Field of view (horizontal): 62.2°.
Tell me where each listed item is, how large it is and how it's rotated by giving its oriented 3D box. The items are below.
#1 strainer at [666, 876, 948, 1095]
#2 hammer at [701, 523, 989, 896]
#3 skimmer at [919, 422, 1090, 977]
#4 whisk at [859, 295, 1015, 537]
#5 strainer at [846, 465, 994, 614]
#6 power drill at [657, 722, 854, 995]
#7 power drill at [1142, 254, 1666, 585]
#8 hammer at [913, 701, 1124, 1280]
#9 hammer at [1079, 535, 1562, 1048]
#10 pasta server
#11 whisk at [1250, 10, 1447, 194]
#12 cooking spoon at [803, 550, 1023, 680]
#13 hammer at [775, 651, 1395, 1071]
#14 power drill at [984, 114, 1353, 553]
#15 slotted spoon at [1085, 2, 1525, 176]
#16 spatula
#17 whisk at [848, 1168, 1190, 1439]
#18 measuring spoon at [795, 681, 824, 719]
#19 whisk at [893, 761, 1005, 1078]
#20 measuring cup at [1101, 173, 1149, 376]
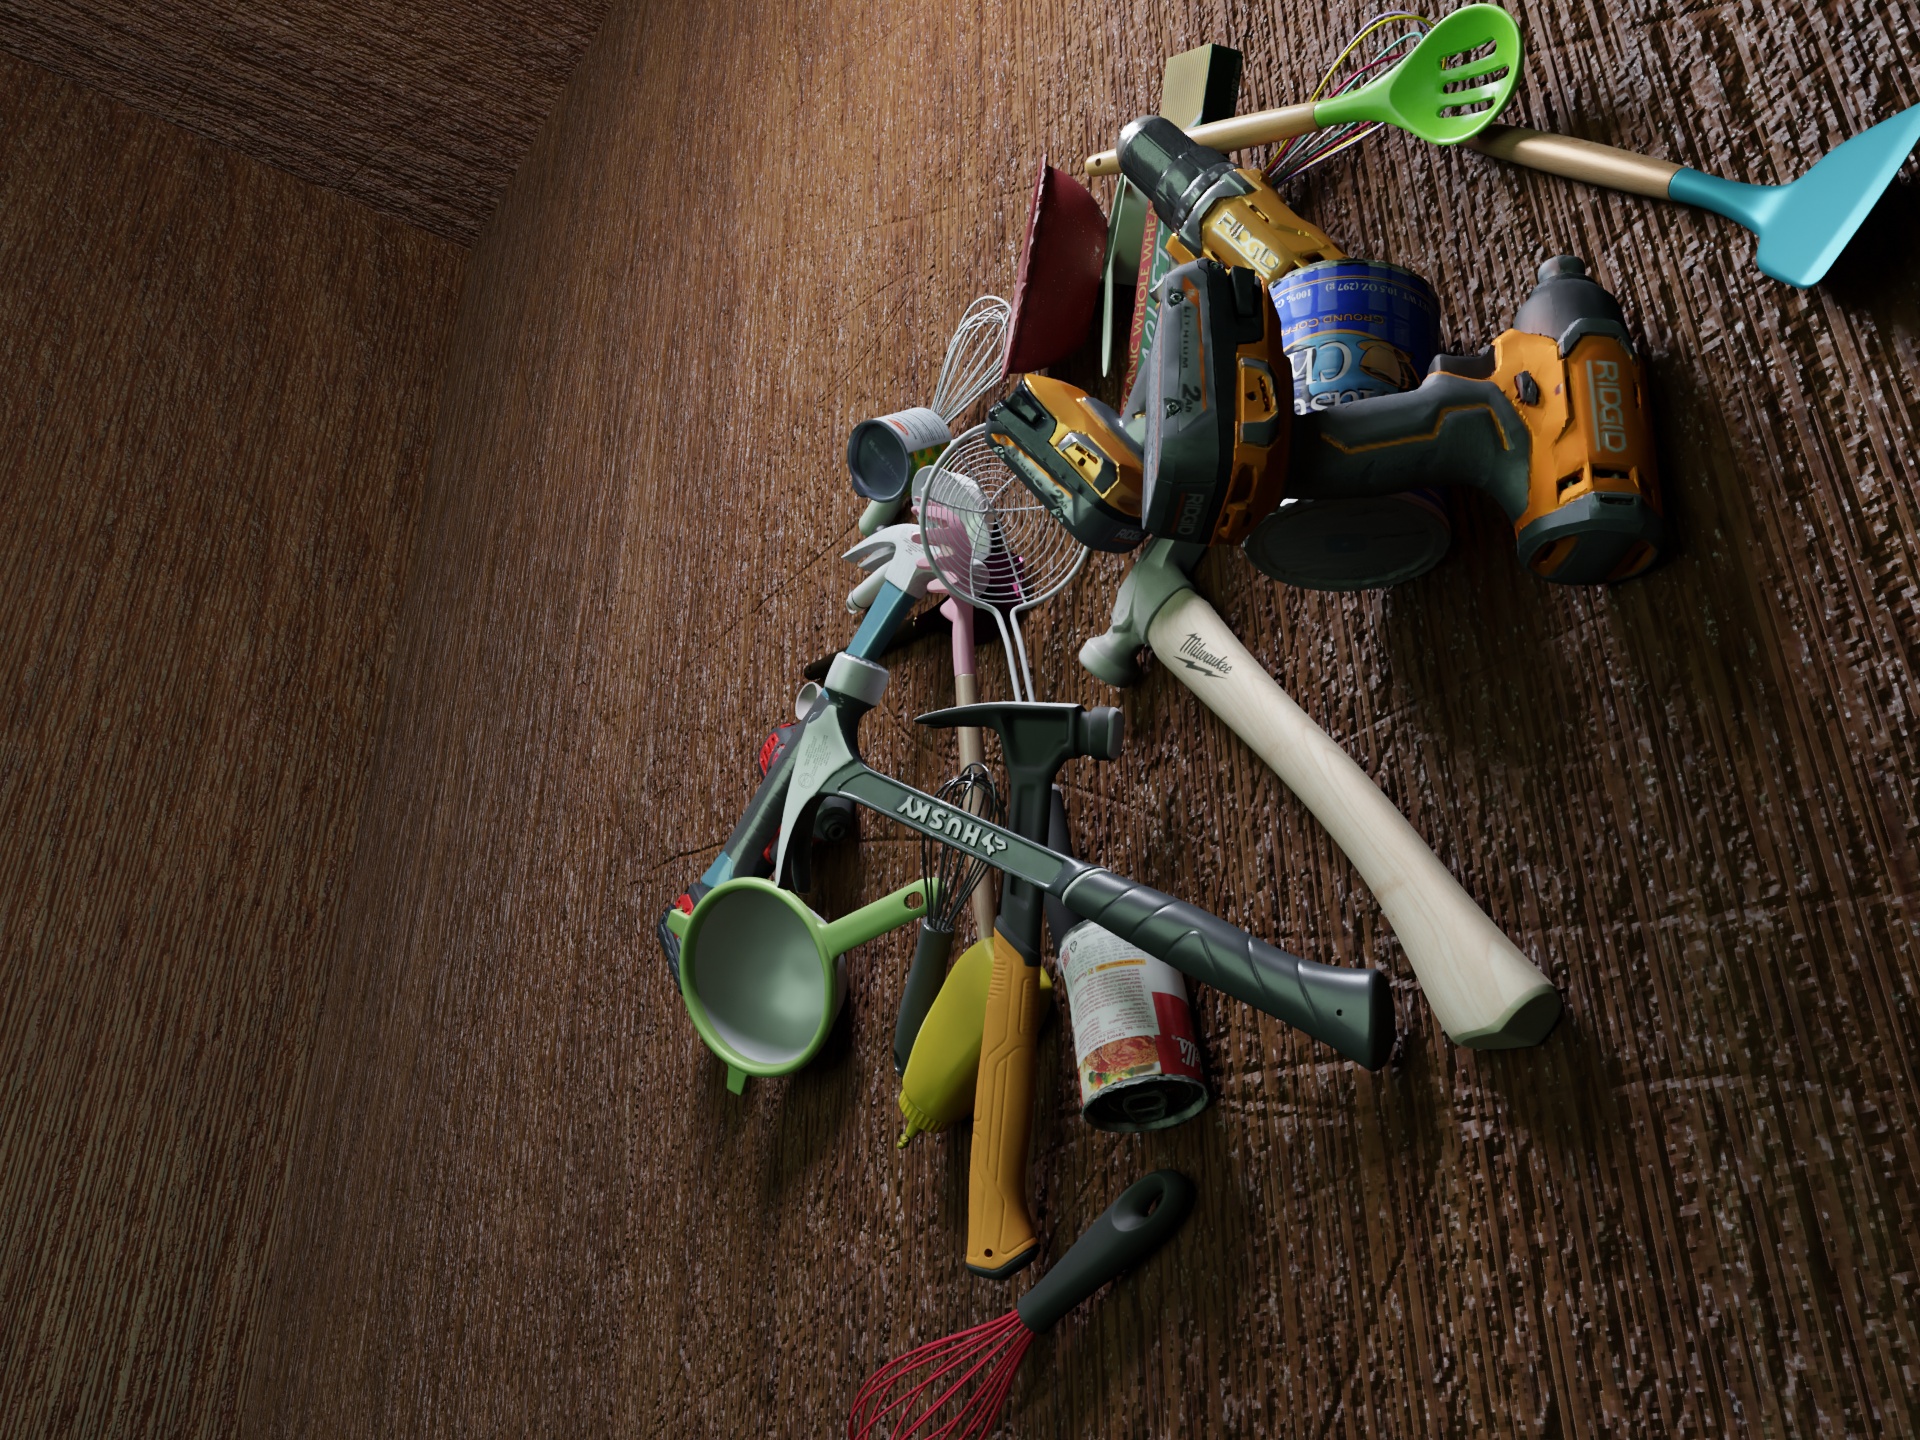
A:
[{"bbox_3d":[-0.098,0.168,1.187,0.256,0.069,0.151,-29,78,30],"label":"strainer"},{"bbox_3d":[-0.103,-0.003,1.217,0.128,0.033,0.331,40,102,44],"label":"hammer"},{"bbox_3d":[0.051,-0.022,1.017,0.090,0.127,0.364,122,144,-56],"label":"skimmer"},{"bbox_3d":[-0.022,-0.241,1.301,0.059,0.057,0.246,52,128,20],"label":"whisk"},{"bbox_3d":[-0.034,-0.138,1.268,0.087,0.050,0.258,55,145,-2],"label":"strainer"},{"bbox_3d":[-0.158,0.123,1.302,0.219,0.078,0.143,-60,32,13],"label":"power drill"},{"bbox_3d":[0.202,-0.151,0.734,0.084,0.226,0.164,93,-178,-67],"label":"power drill"},{"bbox_3d":[0.025,0.156,0.947,0.127,0.034,0.337,1,82,21],"label":"hammer"},{"bbox_3d":[0.185,0.011,0.838,0.146,0.038,0.411,-58,33,20],"label":"hammer"},{"bbox_3d":[-0.002,-0.003,1.094,0.060,0.040,0.316,115,151,-74],"label":"pasta server"},{"bbox_3d":[0.207,-0.344,0.991,0.245,0.047,0.051,-36,47,52],"label":"whisk"},{"bbox_3d":[-0.045,-0.071,1.271,0.319,0.017,0.069,-19,63,54],"label":"cooking spoon"},{"bbox_3d":[0.050,0.088,0.867,0.409,0.036,0.149,23,91,38],"label":"hammer"},{"bbox_3d":[0.113,-0.239,0.973,0.185,0.084,0.226,50,115,21],"label":"power drill"},{"bbox_3d":[0.191,-0.354,0.936,0.314,0.031,0.070,7,99,47],"label":"slotted spoon"},{"bbox_3d":[0.320,-0.267,0.758,0.082,0.044,0.318,-60,31,14],"label":"spatula"},{"bbox_3d":[0.029,0.346,0.897,0.295,0.073,0.073,-50,36,23],"label":"whisk"},{"bbox_3d":[-0.098,-0.022,1.341,0.124,0.018,0.034,-14,63,48],"label":"measuring spoon"},{"bbox_3d":[-0.012,0.138,1.050,0.055,0.055,0.239,-132,49,-56],"label":"whisk"},{"bbox_3d":[0.119,-0.299,1.082,0.083,0.038,0.168,104,173,-64],"label":"measuring cup"}]
